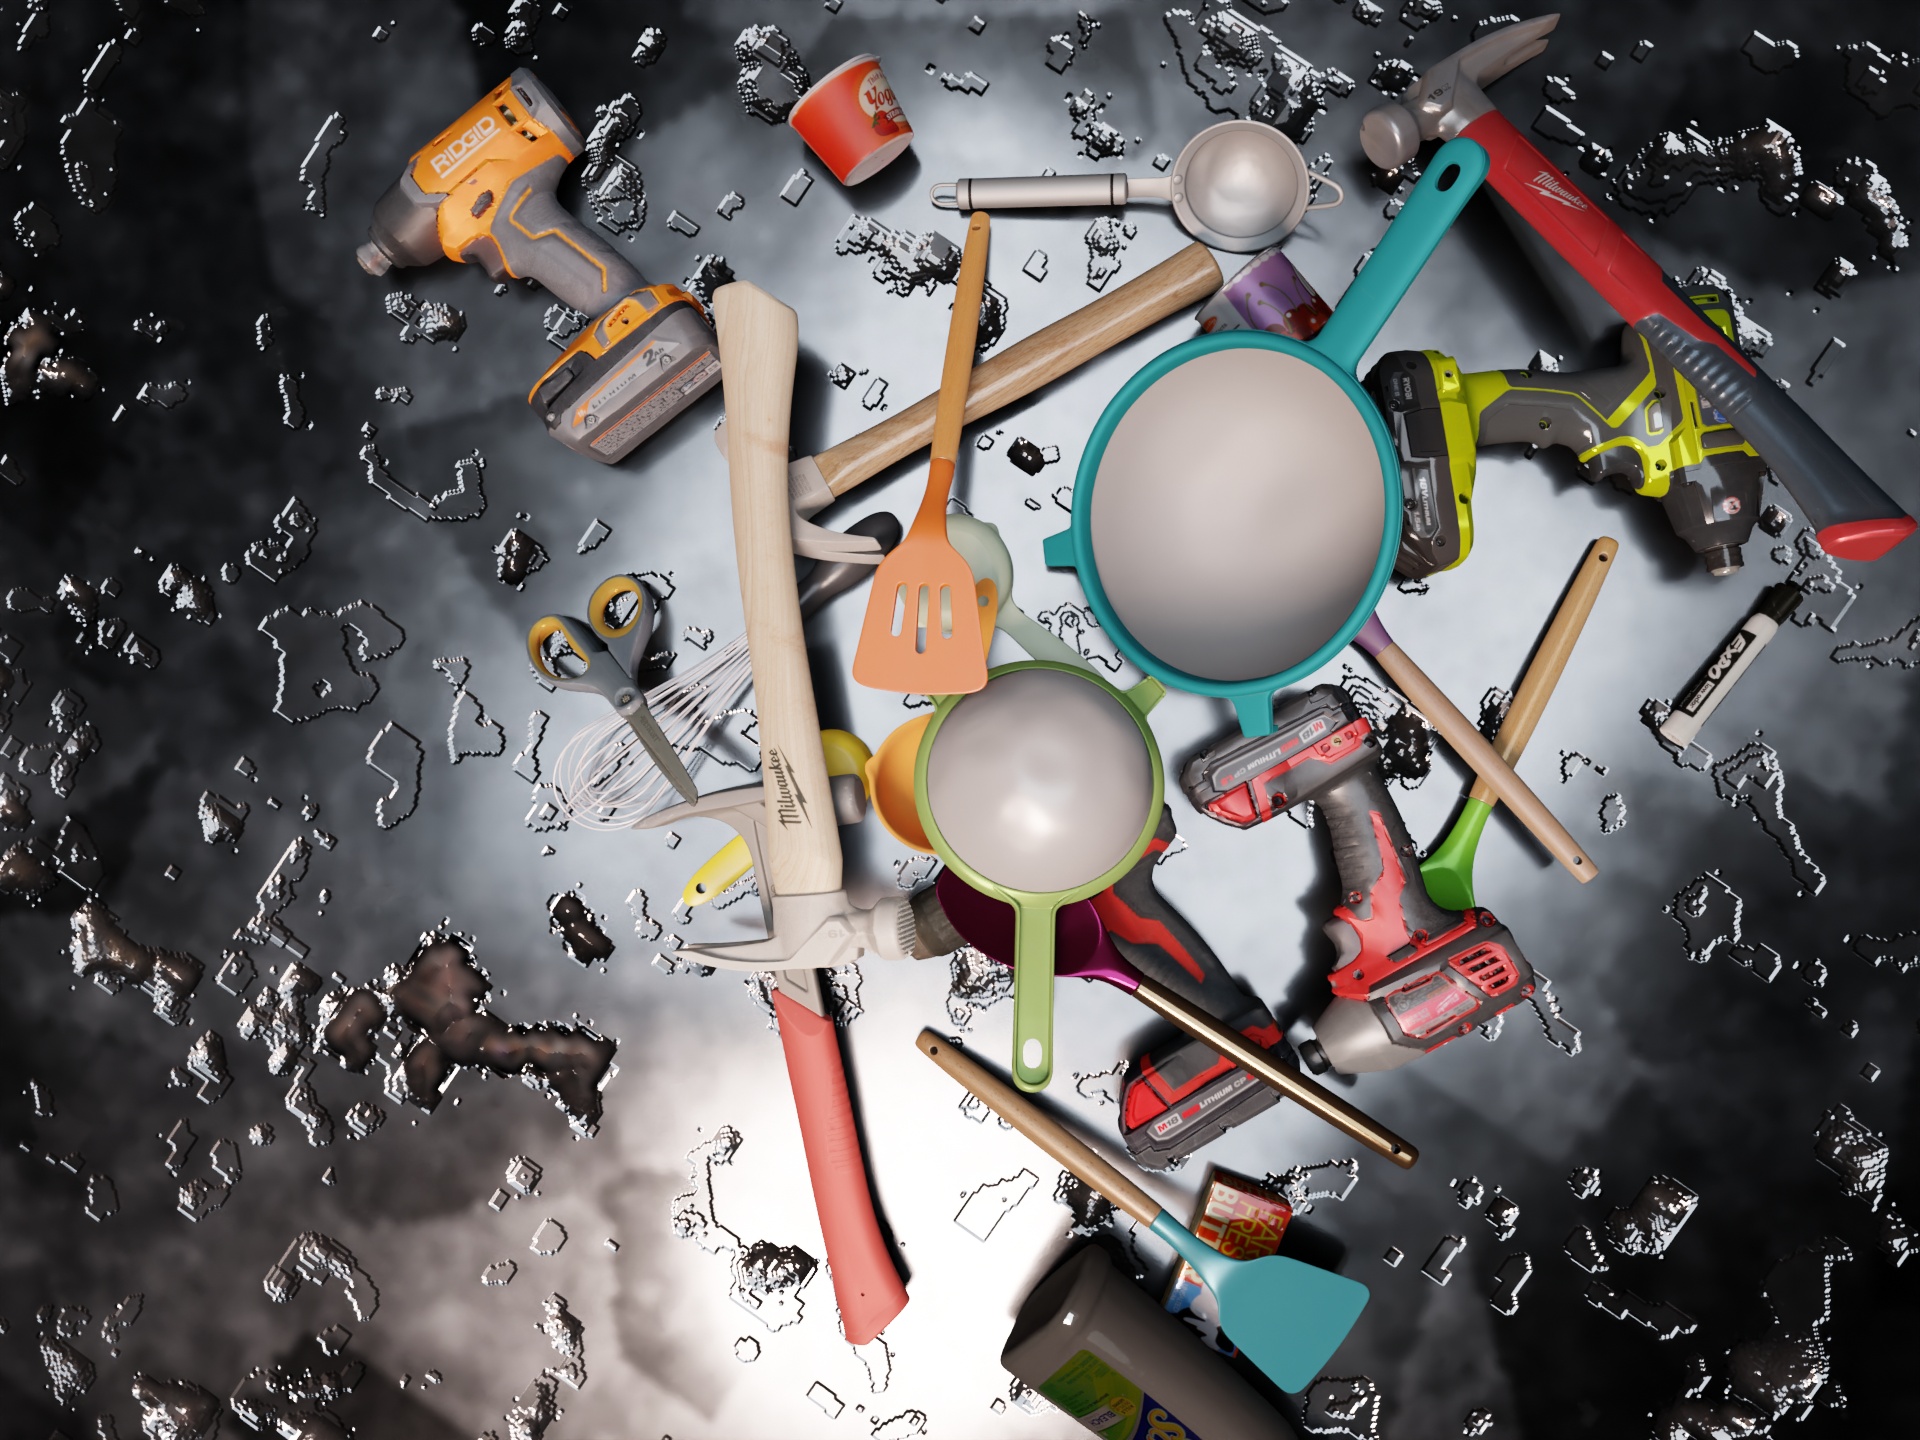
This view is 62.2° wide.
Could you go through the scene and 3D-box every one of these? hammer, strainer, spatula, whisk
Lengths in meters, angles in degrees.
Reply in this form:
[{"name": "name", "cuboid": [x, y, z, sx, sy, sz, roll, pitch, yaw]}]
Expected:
[{"name": "hammer", "cuboid": [-0.121, -0.055, 0.958, 0.146, 0.038, 0.410, -7, 89, 15]}, {"name": "strainer", "cuboid": [0.108, -0.336, 0.998, 0.258, 0.050, 0.086, 1, 134, 9]}, {"name": "spatula", "cuboid": [0.278, -0.023, 0.984, 0.060, 0.018, 0.316, -42, 79, 8]}, {"name": "spatula", "cuboid": [0.101, 0.293, 0.993, 0.317, 0.044, 0.082, 35, 95, 14]}, {"name": "hammer", "cuboid": [0.409, -0.252, 0.920, 0.143, 0.038, 0.386, -33, 73, -11]}, {"name": "strainer", "cuboid": [0.208, -0.171, 0.926, 0.211, 0.095, 0.340, 44, 116, 27]}, {"name": "strainer", "cuboid": [0.046, 0.081, 0.912, 0.151, 0.069, 0.256, 3, 75, -2]}, {"name": "spatula", "cuboid": [-0.007, -0.171, 0.961, 0.081, 0.041, 0.323, 3, 67, 12]}, {"name": "whisk", "cuboid": [-0.147, -0.035, 1.013, 0.284, 0.070, 0.070, -42, 88, -2]}, {"name": "hammer", "cuboid": [0.015, -0.206, 0.998, 0.331, 0.031, 0.130, -29, 68, 0]}, {"name": "hammer", "cuboid": [-0.102, 0.217, 1.006, 0.149, 0.036, 0.359, -10, 94, 14]}]

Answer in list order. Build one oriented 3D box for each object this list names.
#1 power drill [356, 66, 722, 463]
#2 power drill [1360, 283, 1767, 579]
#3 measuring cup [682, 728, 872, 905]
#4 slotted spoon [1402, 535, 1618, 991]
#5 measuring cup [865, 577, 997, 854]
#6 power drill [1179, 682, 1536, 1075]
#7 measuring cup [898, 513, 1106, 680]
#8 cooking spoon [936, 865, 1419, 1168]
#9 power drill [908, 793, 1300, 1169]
[{"name": "power drill", "cuboid": [-0.270, -0.276, 1.006, 0.164, 0.084, 0.226, -37, 84, 4]}, {"name": "power drill", "cuboid": [0.365, -0.161, 0.961, 0.223, 0.080, 0.171, -8, 84, 1]}, {"name": "measuring cup", "cuboid": [-0.121, 0.067, 1.020, 0.156, 0.029, 0.062, -42, 88, 2]}, {"name": "slotted spoon", "cuboid": [0.338, 0.029, 0.992, 0.070, 0.031, 0.314, 26, 90, 6]}, {"name": "measuring cup", "cuboid": [-0.002, -0.003, 1.000, 0.095, 0.052, 0.173, 13, 92, 2]}, {"name": "power drill", "cuboid": [0.228, 0.100, 0.956, 0.143, 0.078, 0.220, -31, 80, 7]}, {"name": "measuring cup", "cuboid": [0.030, -0.065, 1.004, 0.167, 0.038, 0.083, 39, 93, 5]}, {"name": "cooking spoon", "cuboid": [0.126, 0.170, 0.935, 0.319, 0.017, 0.069, 32, 78, 8]}, {"name": "power drill", "cuboid": [0.084, 0.160, 0.986, 0.188, 0.080, 0.227, -31, 85, 3]}]
